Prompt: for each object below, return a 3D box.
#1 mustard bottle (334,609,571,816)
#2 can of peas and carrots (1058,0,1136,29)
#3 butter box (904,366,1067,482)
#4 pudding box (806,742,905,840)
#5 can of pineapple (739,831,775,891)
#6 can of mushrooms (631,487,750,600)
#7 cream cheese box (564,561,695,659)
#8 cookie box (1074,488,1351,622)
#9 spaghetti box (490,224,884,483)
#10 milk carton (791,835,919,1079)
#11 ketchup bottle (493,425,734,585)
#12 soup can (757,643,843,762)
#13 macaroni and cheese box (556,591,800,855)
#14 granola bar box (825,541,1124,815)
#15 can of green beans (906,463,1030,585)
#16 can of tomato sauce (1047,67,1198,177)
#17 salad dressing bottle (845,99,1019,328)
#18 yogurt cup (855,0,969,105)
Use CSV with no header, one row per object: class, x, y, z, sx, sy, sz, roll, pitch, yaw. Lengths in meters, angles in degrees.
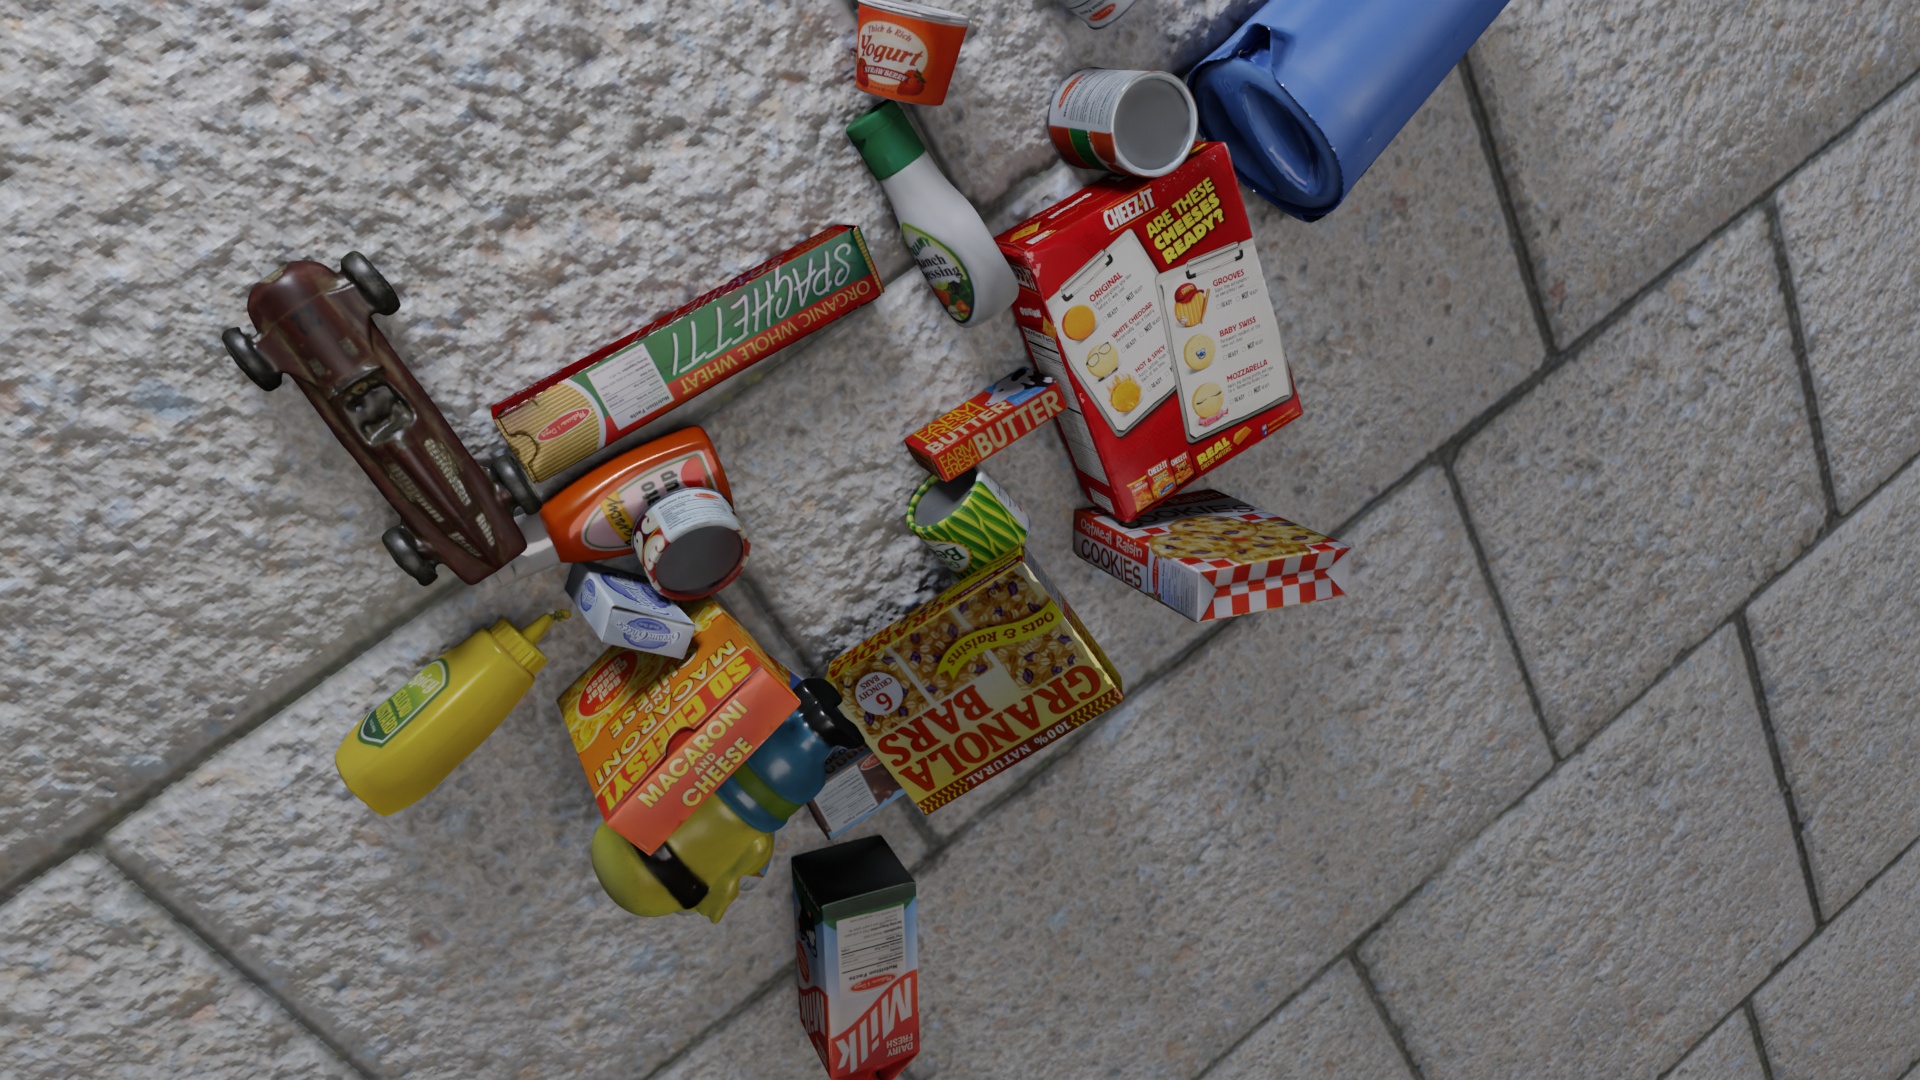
mustard bottle,-0.303,0.094,0.847,0.160,0.065,0.048,-44,126,-13
can of peas and carrots,0.081,-0.367,0.869,0.058,0.071,0.071,28,95,-30
butter box,0.017,-0.080,0.944,0.104,0.053,0.024,-32,117,-13
pudding box,-0.073,0.172,1.003,0.084,0.030,0.049,-31,117,-13
can of pineapple,-0.166,0.202,0.948,0.058,0.071,0.071,15,101,-30
can of mushrooms,-0.165,0.005,0.854,0.071,0.033,0.070,-21,140,-19
cream cheese box,-0.203,0.041,0.850,0.053,0.104,0.024,17,97,-31
cookie box,0.173,0.008,0.985,0.123,0.168,0.040,-8,109,-23
spaghetti box,-0.164,-0.118,0.857,0.251,0.029,0.050,-31,118,-13
milk carton,-0.077,0.325,1.031,0.073,0.072,0.189,-9,110,-23
ketchup bottle,-0.218,-0.017,0.858,0.149,0.043,0.064,-24,124,-16
soup can,-0.131,0.117,0.932,0.071,0.071,0.083,-49,120,-3
macaroni and cheese box,-0.177,0.098,0.846,0.124,0.167,0.040,-45,120,-5
granola bar box,0.009,0.096,0.946,0.165,0.039,0.124,-32,106,14
can of green beans,0.005,-0.014,0.954,0.071,0.071,0.057,-46,120,-4
can of tomato sauce,0.106,-0.271,0.902,0.071,0.083,0.071,-9,111,-23
salad dressing bottle,-0.018,-0.207,0.881,0.044,0.064,0.147,-42,112,-20
yogurt cup,-0.032,-0.295,0.839,0.072,0.072,0.053,0,116,-26
